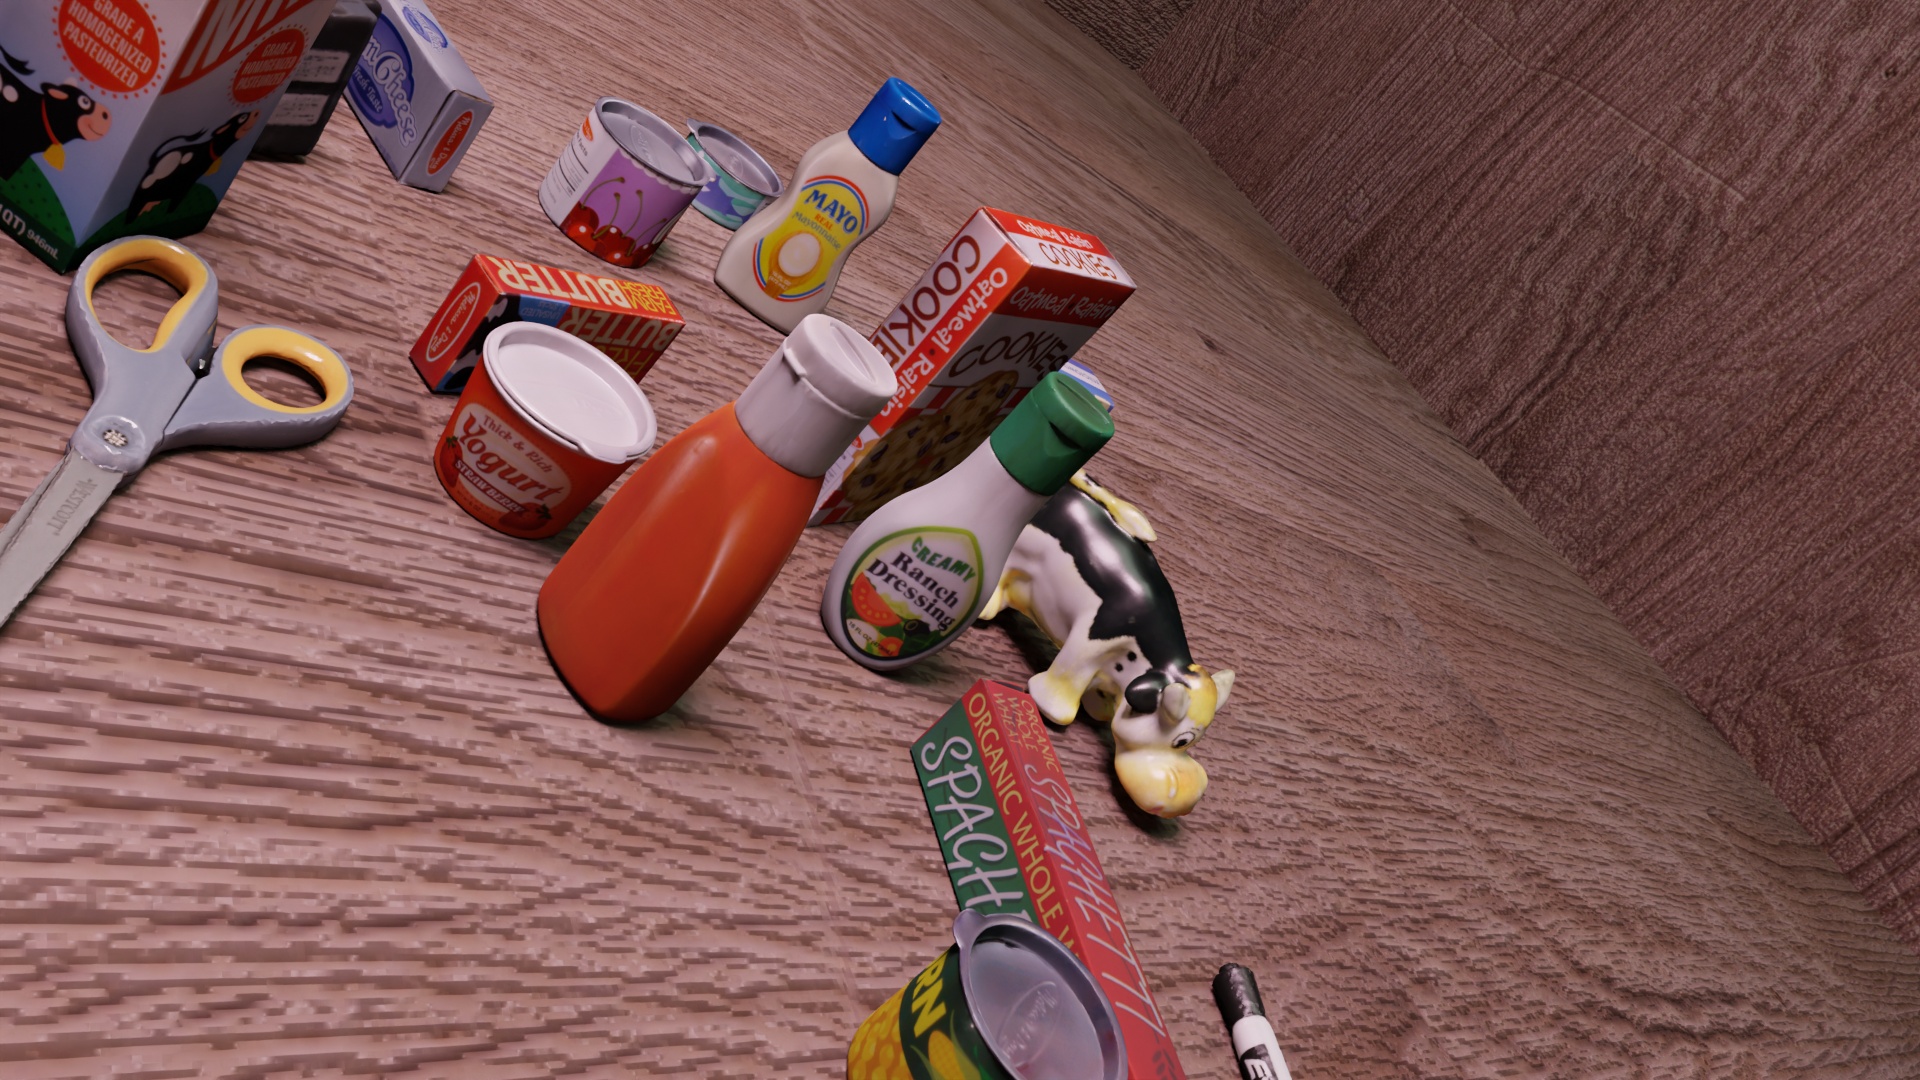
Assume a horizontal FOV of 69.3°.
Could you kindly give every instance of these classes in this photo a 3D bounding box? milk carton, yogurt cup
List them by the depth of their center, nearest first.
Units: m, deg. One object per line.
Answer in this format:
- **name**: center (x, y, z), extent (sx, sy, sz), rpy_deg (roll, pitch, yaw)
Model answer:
- **milk carton**: center (-0.245, -0.182, 0.430), extent (0.072, 0.190, 0.074), rpy_deg (40, 24, -9)
- **yogurt cup**: center (-0.153, -0.038, 0.505), extent (0.072, 0.053, 0.073), rpy_deg (35, 25, -19)

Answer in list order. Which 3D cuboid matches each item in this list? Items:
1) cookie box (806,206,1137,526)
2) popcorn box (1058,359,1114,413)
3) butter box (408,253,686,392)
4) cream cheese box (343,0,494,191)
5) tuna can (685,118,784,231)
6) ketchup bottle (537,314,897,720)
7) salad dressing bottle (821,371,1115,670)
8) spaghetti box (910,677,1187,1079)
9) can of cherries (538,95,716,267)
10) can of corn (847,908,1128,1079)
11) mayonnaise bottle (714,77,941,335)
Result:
- **cookie box**: center (-0.004, -0.080, 0.668), extent (0.040, 0.167, 0.123), rpy_deg (50, 24, 15)
- **popcorn box**: center (0.017, -0.078, 0.800), extent (0.127, 0.085, 0.038), rpy_deg (20, 33, -43)
- **butter box**: center (-0.165, -0.083, 0.564), extent (0.024, 0.053, 0.104), rpy_deg (52, 25, 18)
- **cream cheese box**: center (-0.257, -0.214, 0.635), extent (0.104, 0.053, 0.024), rpy_deg (53, 25, 22)
- **tuna can**: center (-0.146, -0.223, 0.850), extent (0.071, 0.032, 0.071), rpy_deg (35, 25, -19)
- **ketchup bottle**: center (-0.080, -0.009, 0.454), extent (0.043, 0.148, 0.065), rpy_deg (9, 41, -53)
- **salad dressing bottle**: center (0.002, -0.007, 0.582), extent (0.064, 0.147, 0.044), rpy_deg (38, 24, -12)
- **spaghetti box**: center (0.036, 0.155, 0.487), extent (0.028, 0.050, 0.251), rpy_deg (24, 30, -37)
- **can of cherries**: center (-0.170, -0.181, 0.711), extent (0.071, 0.058, 0.072), rpy_deg (35, 25, -19)
- **can of corn**: center (0.006, 0.157, 0.426), extent (0.071, 0.058, 0.071), rpy_deg (35, 25, -19)
- **mayonnaise bottle**: center (-0.070, -0.185, 0.762), extent (0.064, 0.147, 0.041), rpy_deg (35, 25, -19)
